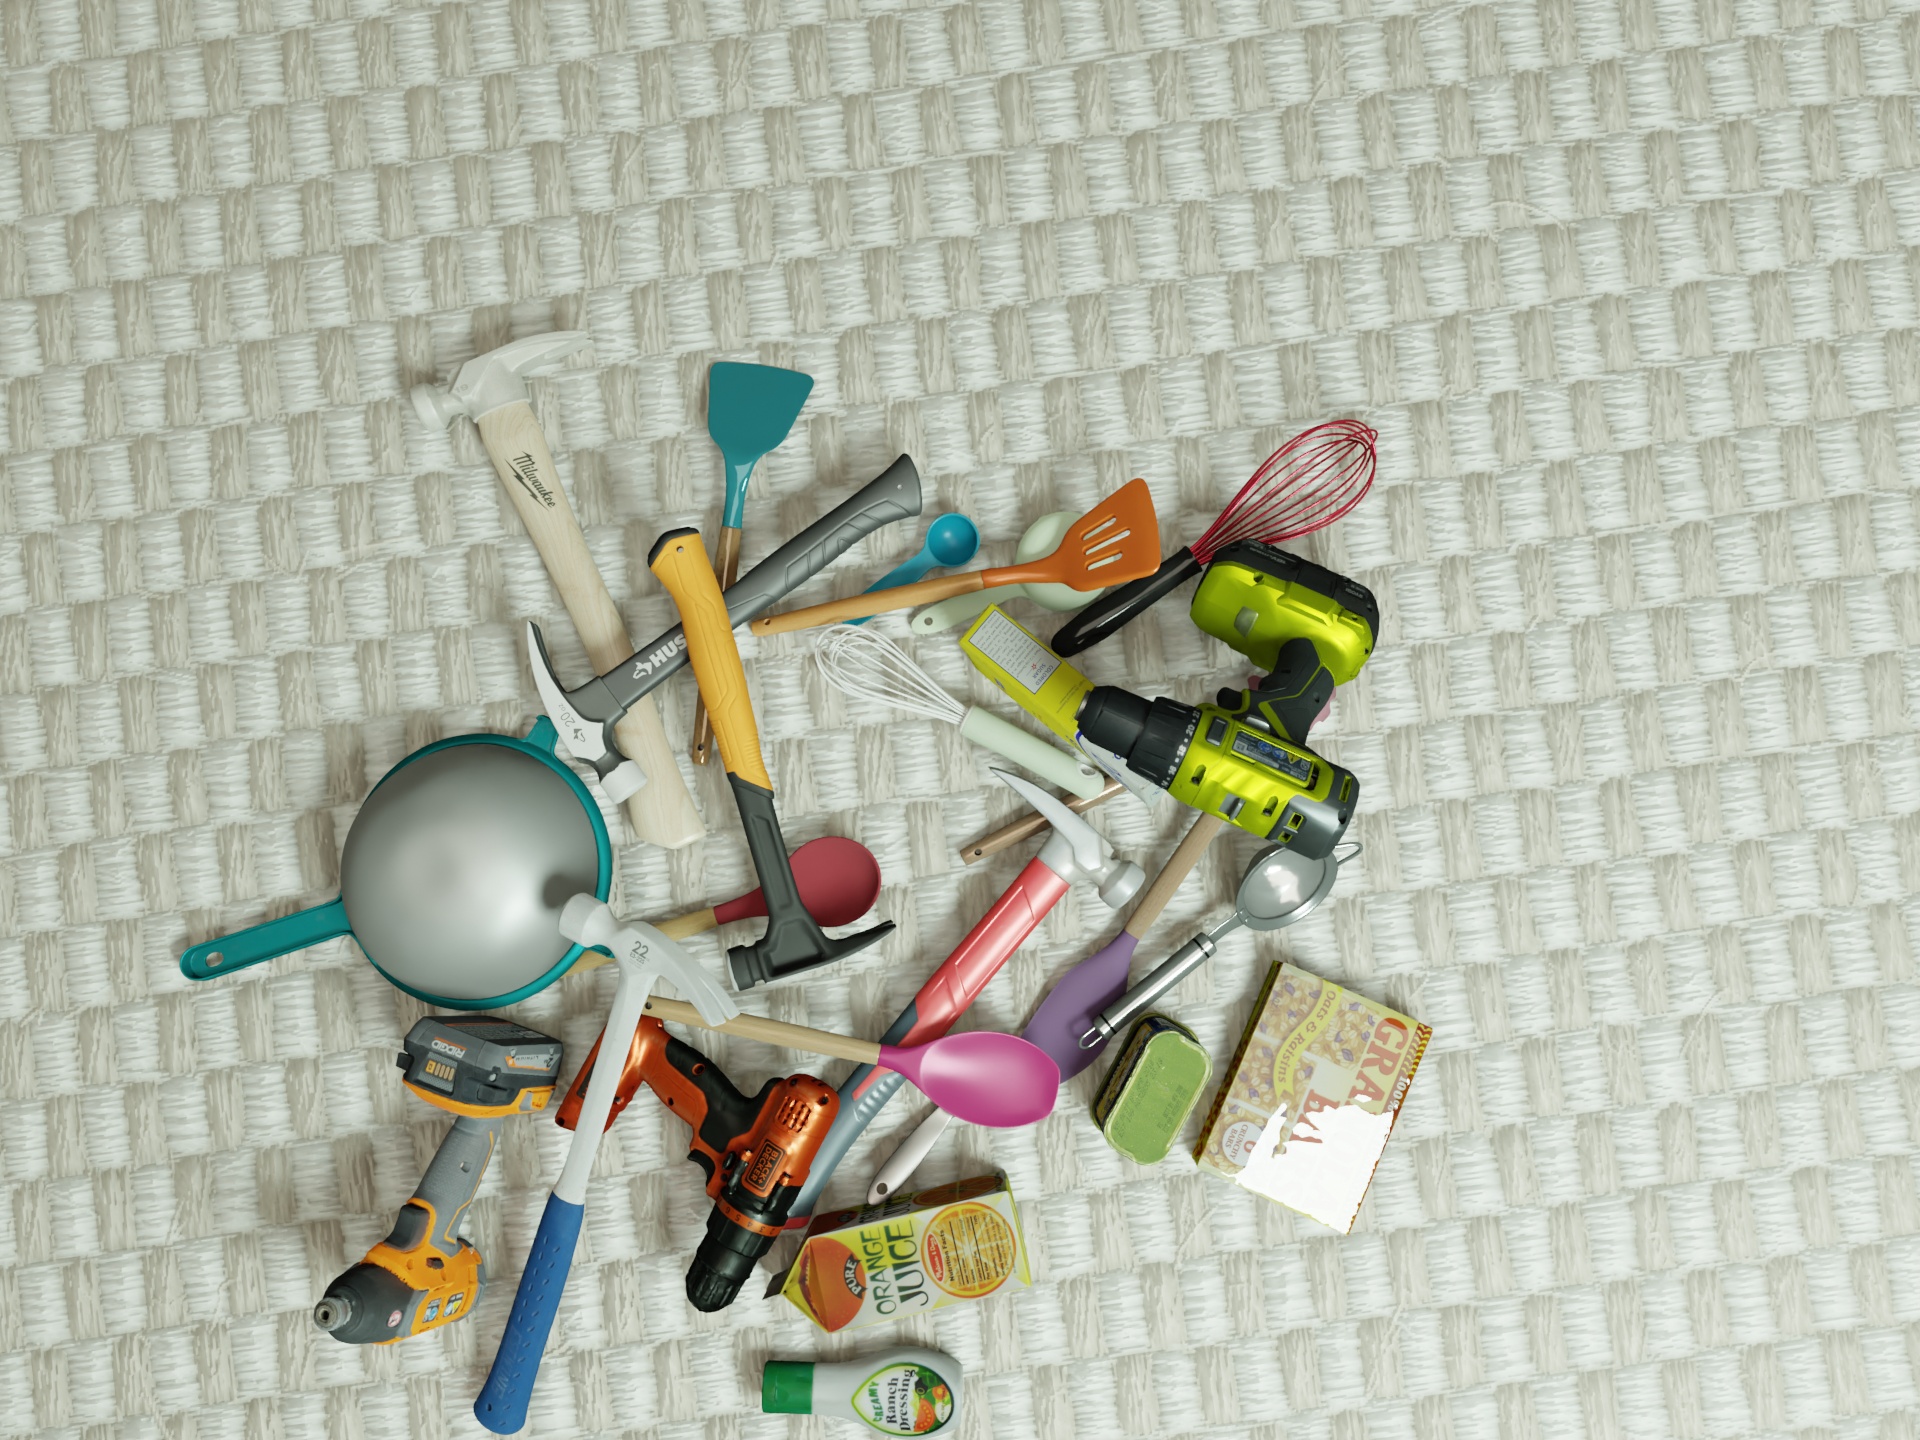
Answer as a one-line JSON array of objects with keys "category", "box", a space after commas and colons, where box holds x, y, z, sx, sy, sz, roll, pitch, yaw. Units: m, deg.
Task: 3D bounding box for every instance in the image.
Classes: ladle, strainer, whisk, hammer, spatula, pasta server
[{"category": "ladle", "box": [-0.210, 0.159, 1.213, 0.315, 0.031, 0.069, -18, 88, 1]}, {"category": "strainer", "box": [0.188, 0.162, 1.195, 0.258, 0.050, 0.086, -39, 131, -3]}, {"category": "whisk", "box": [0.195, -0.134, 1.214, 0.296, 0.073, 0.073, -34, 87, 4]}, {"category": "hammer", "box": [-0.274, 0.334, 1.139, 0.144, 0.035, 0.405, 24, 103, 21]}, {"category": "hammer", "box": [-0.168, -0.094, 1.194, 0.335, 0.035, 0.146, -37, 91, -5]}, {"category": "spatula", "box": [-0.008, -0.106, 1.195, 0.322, 0.041, 0.081, -12, 65, 11]}, {"category": "hammer", "box": [-0.152, 0.021, 1.161, 0.127, 0.034, 0.337, -17, 94, -7]}, {"category": "whisk", "box": [-0.002, -0.004, 1.206, 0.246, 0.058, 0.059, 28, 123, 6]}, {"category": "hammer", "box": [-0.280, -0.098, 1.227, 0.146, 0.038, 0.411, -23, 87, -2]}, {"category": "spatula", "box": [0.146, 0.142, 1.203, 0.060, 0.018, 0.316, 33, 94, -3]}, {"category": "spatula", "box": [-0.178, -0.123, 1.235, 0.082, 0.044, 0.317, 8, 91, 1]}, {"category": "pasta server", "box": [0.144, 0.036, 1.220, 0.316, 0.040, 0.060, -26, 86, 3]}, {"category": "strainer", "box": [-0.433, 0.130, 1.176, 0.340, 0.095, 0.211, -19, 82, 1]}, {"category": "hammer", "box": [-0.039, 0.216, 1.190, 0.143, 0.038, 0.386, 40, 90, -2]}]

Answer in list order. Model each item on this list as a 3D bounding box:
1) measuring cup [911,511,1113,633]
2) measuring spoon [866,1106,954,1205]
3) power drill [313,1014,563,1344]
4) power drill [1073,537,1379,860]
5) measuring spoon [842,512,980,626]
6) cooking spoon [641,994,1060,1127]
[{"category": "measuring cup", "box": [0.039, -0.105, 1.221, 0.167, 0.038, 0.083, -23, 86, -3]}, {"category": "measuring spoon", "box": [-0.027, 0.313, 1.190, 0.034, 0.018, 0.124, 40, 73, 6]}, {"category": "power drill", "box": [-0.377, 0.330, 1.135, 0.084, 0.164, 0.226, 16, 84, 15]}, {"category": "power drill", "box": [0.195, -0.024, 1.115, 0.190, 0.080, 0.229, 24, 47, 4]}, {"category": "measuring spoon", "box": [-0.039, -0.113, 1.238, 0.128, 0.021, 0.042, -37, 86, 7]}, {"category": "cooking spoon", "box": [-0.085, 0.238, 1.162, 0.319, 0.017, 0.069, 12, 86, -1]}]
